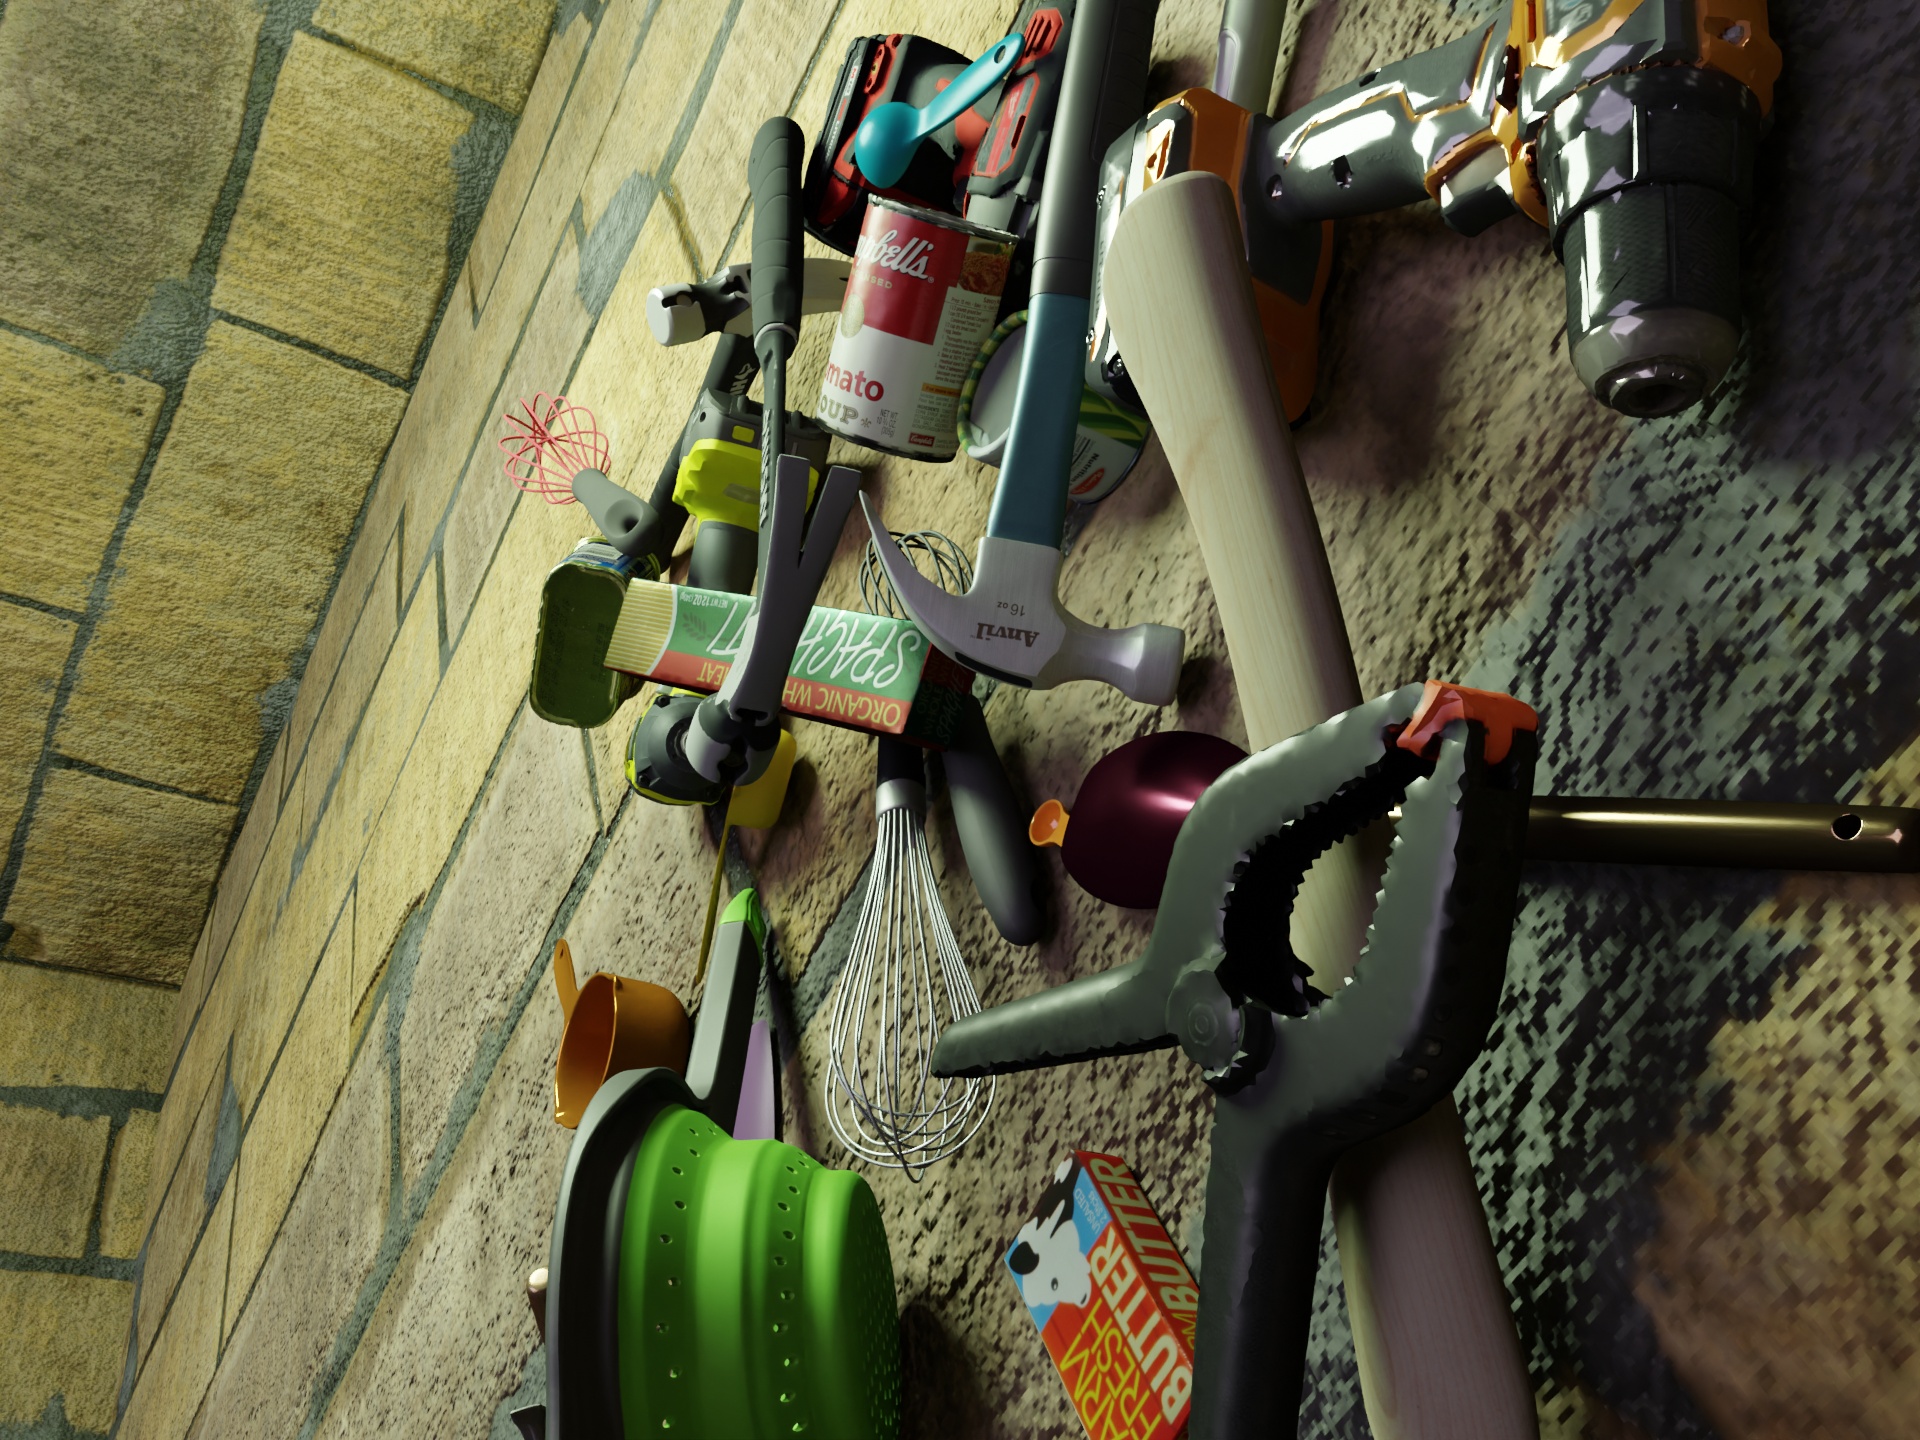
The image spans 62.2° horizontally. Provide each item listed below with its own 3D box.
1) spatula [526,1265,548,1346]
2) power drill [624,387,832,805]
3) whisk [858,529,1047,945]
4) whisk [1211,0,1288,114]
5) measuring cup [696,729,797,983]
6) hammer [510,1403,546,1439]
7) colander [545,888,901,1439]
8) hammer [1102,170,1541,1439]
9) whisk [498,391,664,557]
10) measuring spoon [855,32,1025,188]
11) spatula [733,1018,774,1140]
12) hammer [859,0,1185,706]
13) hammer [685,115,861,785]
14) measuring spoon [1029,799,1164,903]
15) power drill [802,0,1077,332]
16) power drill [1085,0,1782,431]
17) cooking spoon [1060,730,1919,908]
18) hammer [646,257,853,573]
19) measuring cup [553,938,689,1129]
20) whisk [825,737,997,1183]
[{"bbox_3d":[-0.130,0.323,0.617,0.082,0.044,0.317,-123,21,-56],"label":"spatula"},{"bbox_3d":[-0.137,-0.063,0.899,0.171,0.080,0.223,163,120,-75],"label":"power drill"},{"bbox_3d":[-0.001,-0.001,0.690,0.055,0.055,0.239,-51,40,34],"label":"whisk"},{"bbox_3d":[0.121,-0.303,0.641,0.058,0.059,0.246,-177,98,-71],"label":"whisk"},{"bbox_3d":[-0.118,0.076,0.868,0.062,0.029,0.156,-95,18,-72],"label":"measuring cup"},{"bbox_3d":[-0.132,0.464,0.617,0.387,0.038,0.143,-117,22,-48],"label":"hammer"},{"bbox_3d":[-0.075,0.189,0.663,0.397,0.094,0.204,-90,-9,-61],"label":"colander"},{"bbox_3d":[0.103,0.026,0.415,0.146,0.038,0.411,-32,60,48],"label":"hammer"},{"bbox_3d":[-0.236,-0.152,0.994,0.296,0.073,0.073,40,109,56],"label":"whisk"},{"bbox_3d":[-0.015,-0.292,0.748,0.128,0.021,0.042,-14,68,54],"label":"measuring spoon"},{"bbox_3d":[-0.097,0.283,0.722,0.059,0.018,0.316,-42,39,33],"label":"spatula"},{"bbox_3d":[0.045,-0.174,0.621,0.033,0.128,0.331,79,-159,-76],"label":"hammer"},{"bbox_3d":[-0.086,-0.170,0.738,0.149,0.036,0.409,117,157,-43],"label":"hammer"},{"bbox_3d":[0.061,0.051,0.587,0.117,0.011,0.021,20,83,58],"label":"measuring spoon"},{"bbox_3d":[-0.004,-0.261,0.807,0.227,0.080,0.188,36,109,56],"label":"power drill"},{"bbox_3d":[0.139,-0.154,0.496,0.226,0.084,0.185,-18,61,51],"label":"power drill"},{"bbox_3d":[0.124,0.030,0.474,0.319,0.017,0.069,-3,63,59],"label":"cooking spoon"},{"bbox_3d":[-0.162,-0.181,1.020,0.035,0.146,0.334,62,149,11],"label":"hammer"},{"bbox_3d":[-0.204,0.176,0.937,0.095,0.052,0.174,-66,27,11],"label":"measuring cup"},{"bbox_3d":[-0.025,0.064,0.687,0.070,0.070,0.285,-47,32,38],"label":"whisk"}]
